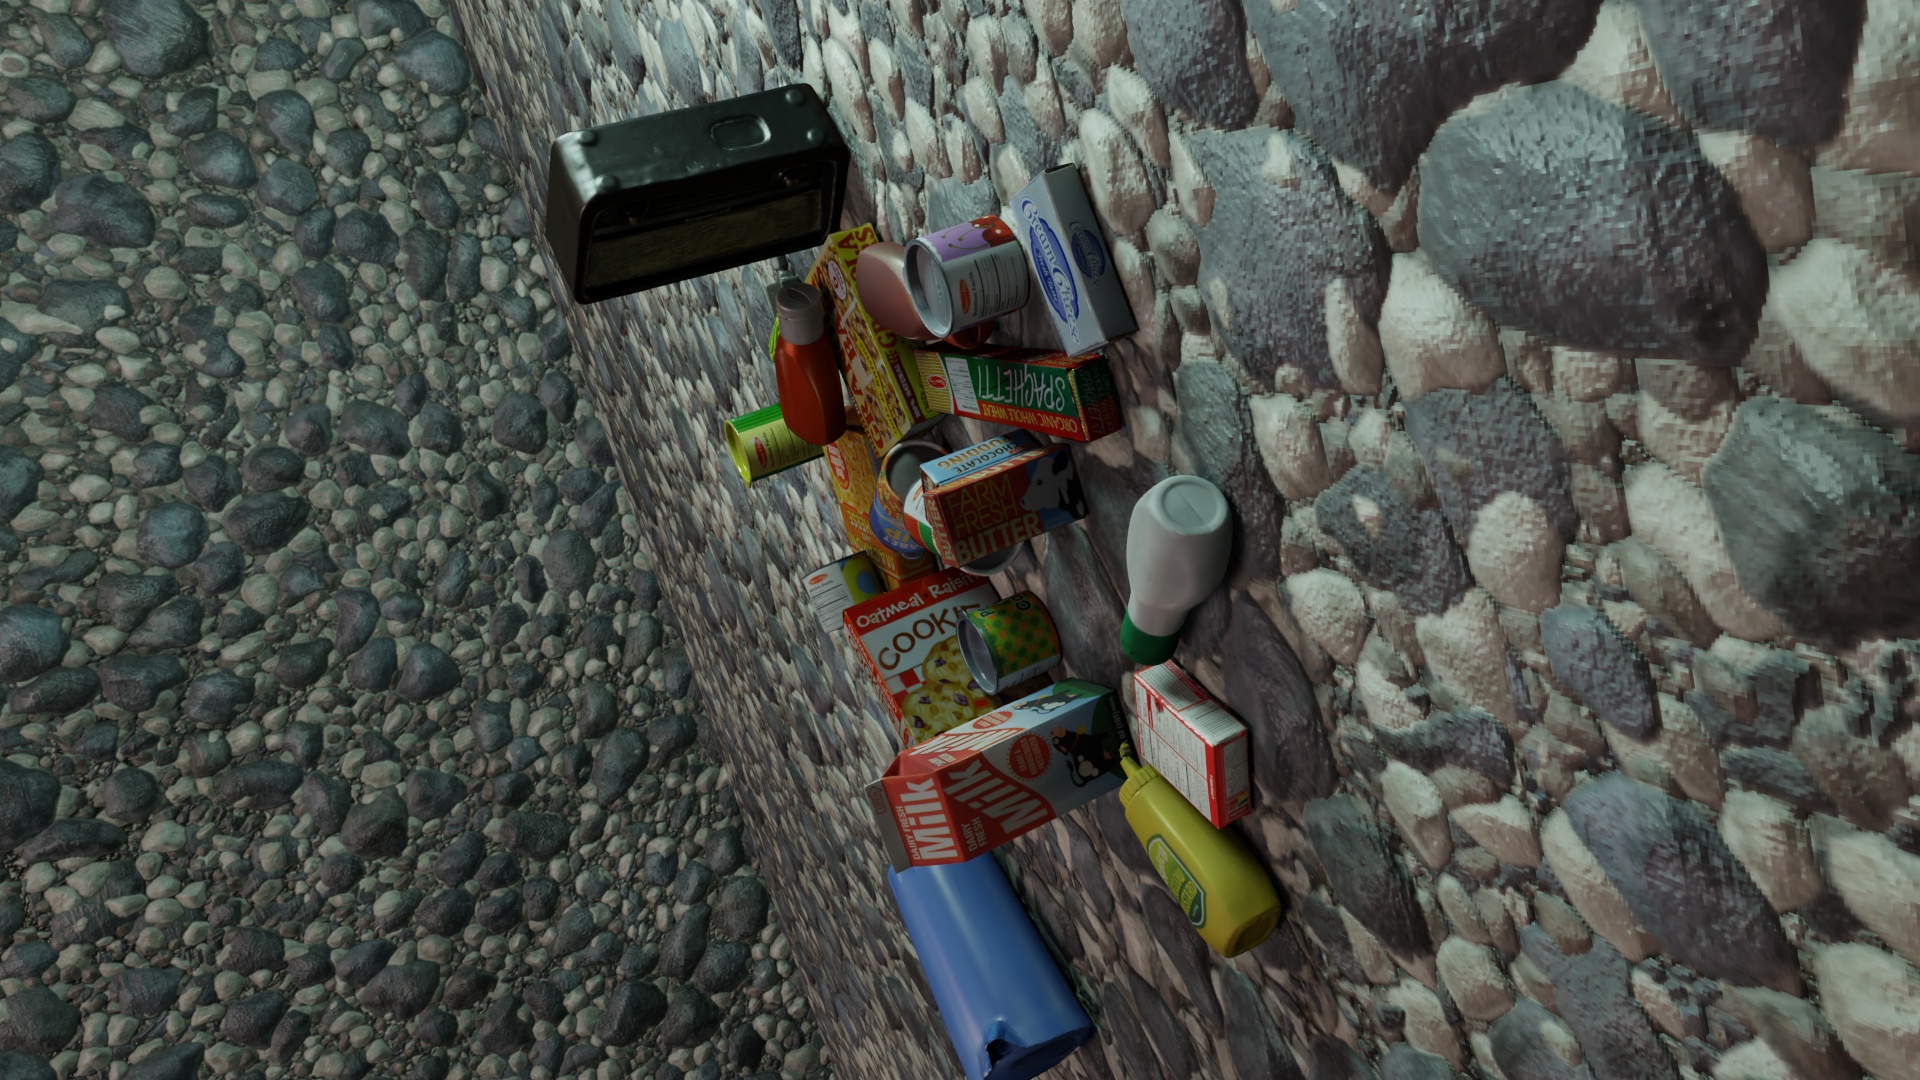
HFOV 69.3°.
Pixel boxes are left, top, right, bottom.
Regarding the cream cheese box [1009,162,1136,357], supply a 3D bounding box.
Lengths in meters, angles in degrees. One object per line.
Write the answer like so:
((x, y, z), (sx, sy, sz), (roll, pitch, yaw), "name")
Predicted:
((0.064, -0.160, 0.805), (0.103, 0.024, 0.053), (69, 160, -3), "cream cheese box")

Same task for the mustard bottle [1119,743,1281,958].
((0.148, 0.199, 0.928), (0.161, 0.049, 0.065), (53, 154, 36), "mustard bottle")

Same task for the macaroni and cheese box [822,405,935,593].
((-0.077, -0.035, 1.287), (0.124, 0.040, 0.166), (26, 134, 62), "macaroni and cheese box")

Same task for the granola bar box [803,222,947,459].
((-0.071, -0.160, 1.138), (0.165, 0.039, 0.124), (67, 161, 3), "granola bar box")

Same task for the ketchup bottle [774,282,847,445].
((-0.131, -0.150, 1.178), (0.065, 0.044, 0.148), (35, 149, 27), "ketchup bottle")

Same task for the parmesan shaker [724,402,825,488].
((-0.172, -0.101, 1.372), (0.071, 0.103, 0.071), (52, 155, 38), "parmesan shaker")

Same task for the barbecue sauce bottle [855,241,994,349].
((-0.027, -0.173, 1.004), (0.149, 0.044, 0.064), (37, 144, 55), "barbecue sauce bottle")

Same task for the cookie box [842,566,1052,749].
((-0.004, 0.107, 1.121), (0.168, 0.123, 0.040), (58, 157, 26), "cookie box")

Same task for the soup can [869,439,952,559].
((-0.037, -0.033, 1.142), (0.071, 0.071, 0.083), (61, 159, 18), "soup can")

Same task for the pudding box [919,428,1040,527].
((0.015, -0.040, 0.971), (0.030, 0.084, 0.049), (47, 152, 46), "pudding box")

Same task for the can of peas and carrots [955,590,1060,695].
((0.036, 0.077, 1.080), (0.071, 0.059, 0.070), (52, 154, 38), "can of peas and carrots")

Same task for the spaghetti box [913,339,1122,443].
((0.032, -0.105, 0.942), (0.250, 0.029, 0.050), (22, 131, 64), "spaghetti box")

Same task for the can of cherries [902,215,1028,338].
((0.002, -0.173, 0.904), (0.072, 0.058, 0.071), (53, 157, 35), "can of cherries")

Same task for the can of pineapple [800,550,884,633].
((-0.106, 0.047, 1.290), (0.058, 0.071, 0.071), (66, 160, 3), "can of pineapple")

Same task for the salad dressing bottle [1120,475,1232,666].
((0.122, 0.022, 0.820), (0.064, 0.044, 0.146), (55, 158, 28), "salad dressing bottle")

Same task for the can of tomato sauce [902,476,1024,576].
((0.004, -0.013, 1.061), (0.083, 0.071, 0.071), (29, 137, 60), "can of tomato sauce")

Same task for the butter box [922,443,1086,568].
((0.030, -0.024, 0.921), (0.024, 0.104, 0.053), (13, 122, 66), "butter box")

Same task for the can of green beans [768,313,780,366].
((-0.136, -0.183, 1.247), (0.071, 0.071, 0.057), (64, 159, 10), "can of green beans")

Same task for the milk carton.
((0.026, 0.170, 1.006), (0.073, 0.191, 0.072), (6, 116, 68), "milk carton")
